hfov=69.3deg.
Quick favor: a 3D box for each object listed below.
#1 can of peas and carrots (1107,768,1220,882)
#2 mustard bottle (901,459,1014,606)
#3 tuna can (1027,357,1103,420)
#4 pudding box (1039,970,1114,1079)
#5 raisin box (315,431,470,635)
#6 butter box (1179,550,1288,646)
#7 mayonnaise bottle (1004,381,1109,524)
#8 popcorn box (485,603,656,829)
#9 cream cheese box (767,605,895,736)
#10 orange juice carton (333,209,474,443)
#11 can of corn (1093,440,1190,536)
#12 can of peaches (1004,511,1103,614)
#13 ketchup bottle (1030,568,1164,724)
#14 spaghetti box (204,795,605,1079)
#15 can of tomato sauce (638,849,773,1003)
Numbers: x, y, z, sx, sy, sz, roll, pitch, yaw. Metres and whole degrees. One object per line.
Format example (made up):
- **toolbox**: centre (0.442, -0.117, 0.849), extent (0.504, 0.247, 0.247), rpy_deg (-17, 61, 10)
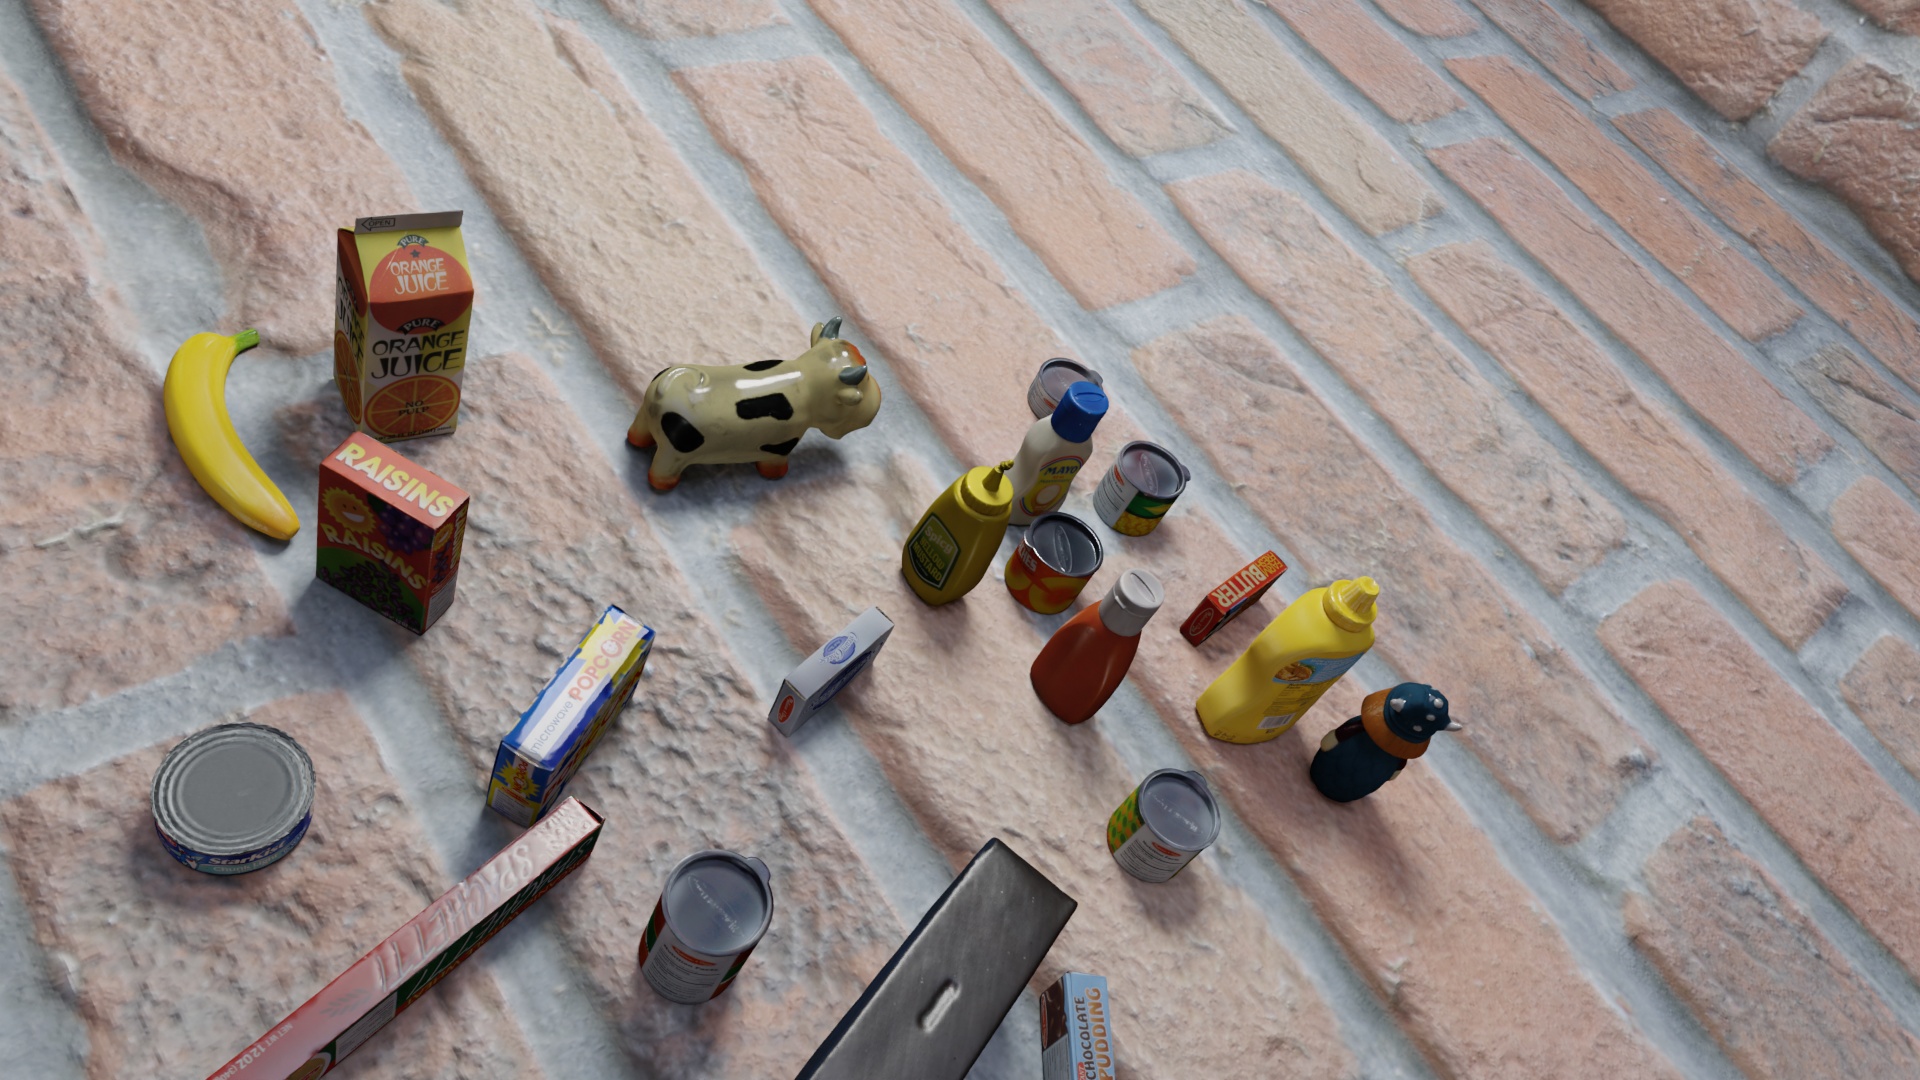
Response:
- **can of peas and carrots**: centre (0.150, 0.210, 1.029), extent (0.071, 0.058, 0.071), rpy_deg (13, 49, -16)
- **mustard bottle**: centre (0.004, -0.013, 1.072), extent (0.049, 0.159, 0.065), rpy_deg (-24, 66, -37)
- **tuna can**: centre (0.100, -0.138, 1.306), extent (0.071, 0.032, 0.071), rpy_deg (13, 49, -16)
- **pudding box**: centre (0.075, 0.329, 0.902), extent (0.030, 0.049, 0.084), rpy_deg (12, 49, -17)
- **raisin box**: centre (-0.372, -0.003, 0.909), extent (0.086, 0.122, 0.040), rpy_deg (30, 47, 0)
- **butter box**: centre (0.237, 0.049, 1.205), extent (0.104, 0.052, 0.024), rpy_deg (-29, 70, -39)
- **mayonnaise bottle**: centre (0.077, -0.071, 1.162), extent (0.065, 0.147, 0.041), rpy_deg (-4, 56, -28)
- **popcorn box**: centre (-0.251, 0.114, 0.898), extent (0.038, 0.084, 0.127), rpy_deg (30, 47, -1)
- **cream cheese box**: centre (-0.094, 0.094, 1.010), extent (0.024, 0.053, 0.104), rpy_deg (41, 48, 10)
- **orange juice carton**: centre (-0.393, -0.158, 0.979), extent (0.072, 0.191, 0.073), rpy_deg (-14, 61, -34)
- **can of corn**: centre (0.162, -0.046, 1.243), extent (0.071, 0.058, 0.071), rpy_deg (13, 49, -16)
- **can of peaches**: centre (0.074, 0.019, 1.149), extent (0.071, 0.057, 0.071), rpy_deg (13, 49, -16)
- **ketchup bottle**: centre (0.105, 0.078, 1.053), extent (0.044, 0.148, 0.065), rpy_deg (-21, 65, -37)
- **spaghetti box**: centre (-0.308, 0.237, 0.794), extent (0.029, 0.050, 0.251), rpy_deg (41, 48, 10)
- **can of tomato sauce**: centre (-0.155, 0.235, 0.846), extent (0.071, 0.082, 0.071), rpy_deg (13, 49, -16)
